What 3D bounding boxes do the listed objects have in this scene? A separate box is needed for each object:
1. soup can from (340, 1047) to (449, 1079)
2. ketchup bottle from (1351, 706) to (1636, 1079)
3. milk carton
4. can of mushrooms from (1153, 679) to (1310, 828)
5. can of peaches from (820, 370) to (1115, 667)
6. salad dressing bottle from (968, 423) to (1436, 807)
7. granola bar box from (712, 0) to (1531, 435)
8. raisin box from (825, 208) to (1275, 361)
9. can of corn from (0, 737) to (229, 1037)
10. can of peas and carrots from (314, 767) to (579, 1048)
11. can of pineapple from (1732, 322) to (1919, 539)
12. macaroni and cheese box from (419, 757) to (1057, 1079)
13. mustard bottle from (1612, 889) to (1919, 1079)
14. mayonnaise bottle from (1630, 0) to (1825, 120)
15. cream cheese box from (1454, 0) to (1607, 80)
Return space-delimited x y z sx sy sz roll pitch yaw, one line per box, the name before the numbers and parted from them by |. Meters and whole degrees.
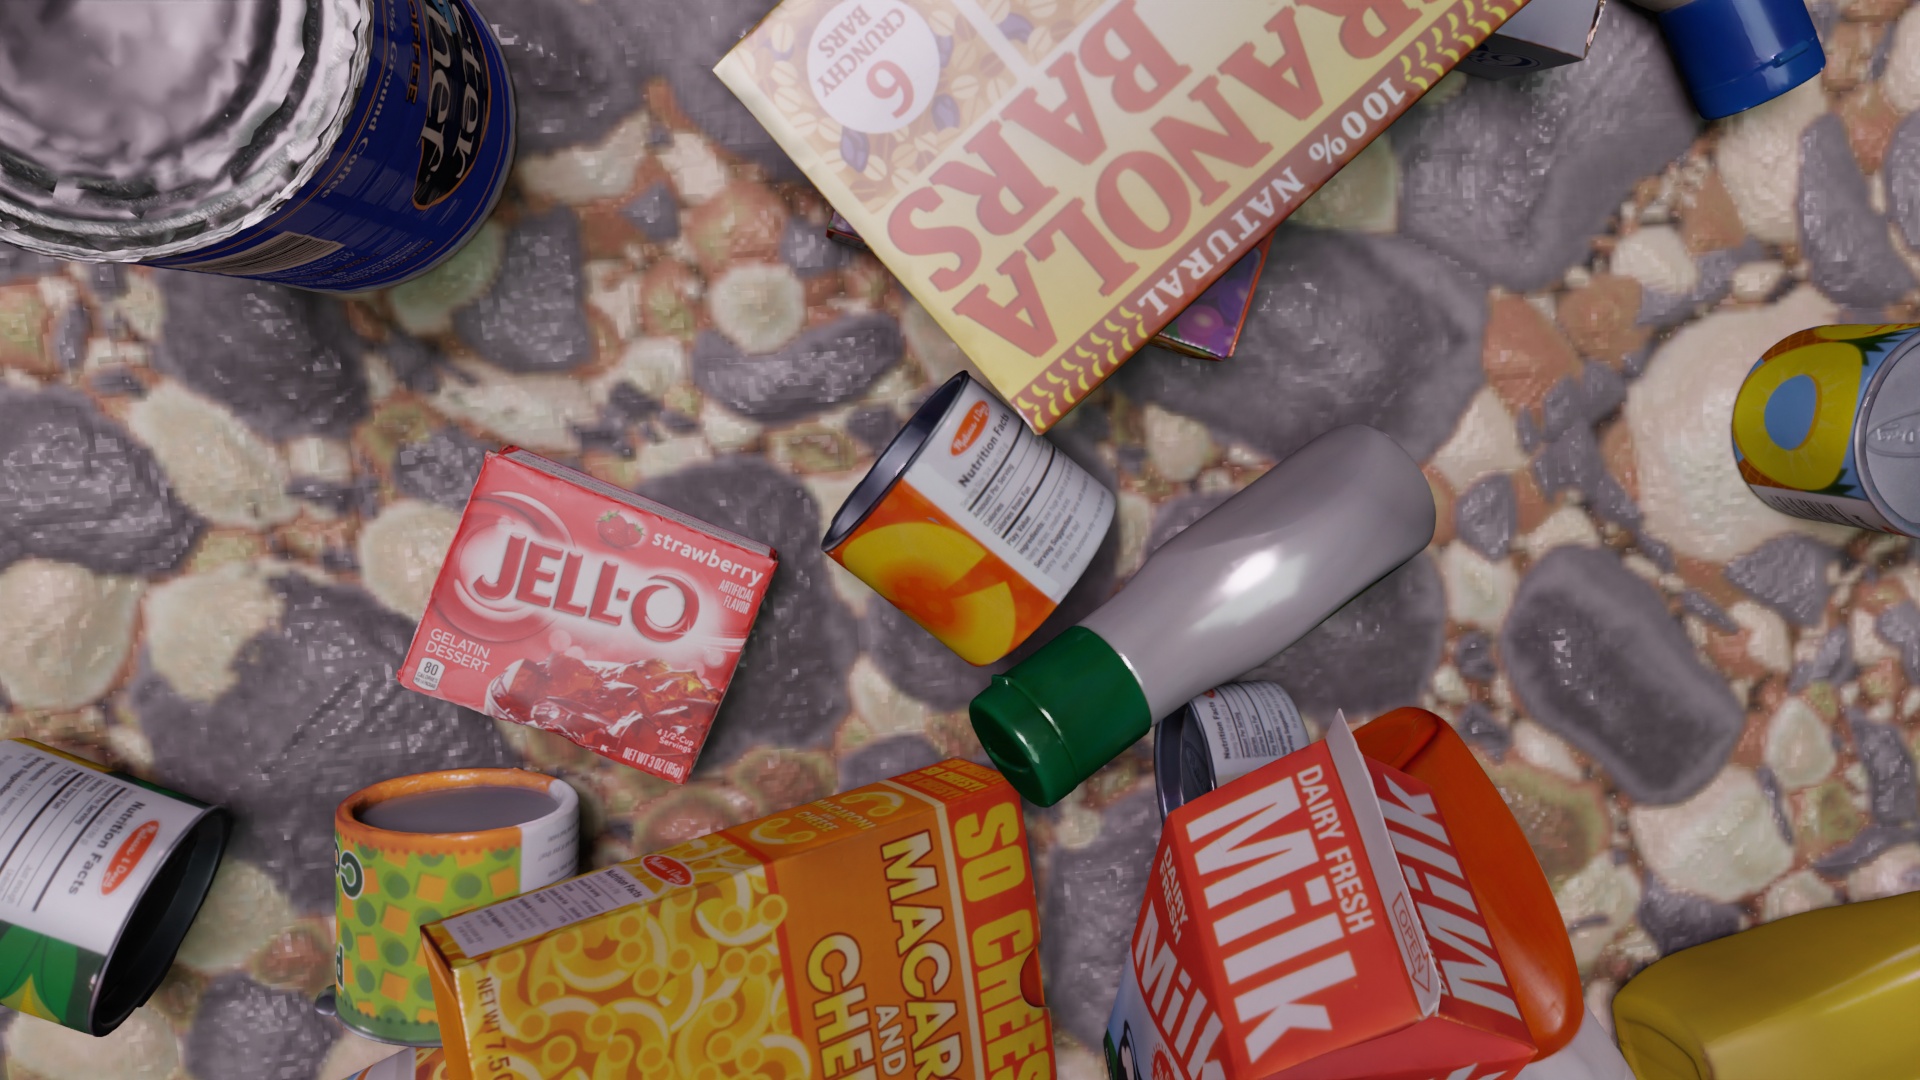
soup can | -0.163 0.182 0.403 0.084 0.071 0.071 -26 100 -4
ketchup bottle | 0.166 0.129 0.448 0.065 0.043 0.148 -36 100 -1
milk carton | 0.090 0.127 0.371 0.073 0.073 0.189 -4 138 -7
can of mushrooms | 0.083 0.078 0.422 0.033 0.071 0.071 -4 98 -7
can of peaches | 0.001 -0.005 0.403 0.058 0.071 0.071 38 92 -10
salad dressing bottle | 0.071 0.020 0.401 0.148 0.064 0.044 -33 100 -19
granola bar box | 0.040 -0.128 0.355 0.165 0.039 0.124 -41 100 7
raisin box | 0.032 -0.111 0.405 0.123 0.040 0.086 17 94 -9
can of corn | -0.249 0.096 0.385 0.058 0.071 0.071 23 94 -9
can of peas and carrots | -0.145 0.102 0.396 0.071 0.071 0.058 2 96 -7
can of pineapple | 0.291 -0.037 0.435 0.071 0.058 0.071 -1 97 -7
macaroni and cheese box | -0.052 0.144 0.392 0.167 0.040 0.123 -13 100 -31
mustard bottle | 0.301 0.149 0.459 0.160 0.065 0.048 -15 95 -9
mayonnaise bottle | 0.212 -0.201 0.415 0.065 0.041 0.148 -29 101 -1
cream cheese box | 0.125 -0.160 0.403 0.104 0.053 0.024 12 100 -8
